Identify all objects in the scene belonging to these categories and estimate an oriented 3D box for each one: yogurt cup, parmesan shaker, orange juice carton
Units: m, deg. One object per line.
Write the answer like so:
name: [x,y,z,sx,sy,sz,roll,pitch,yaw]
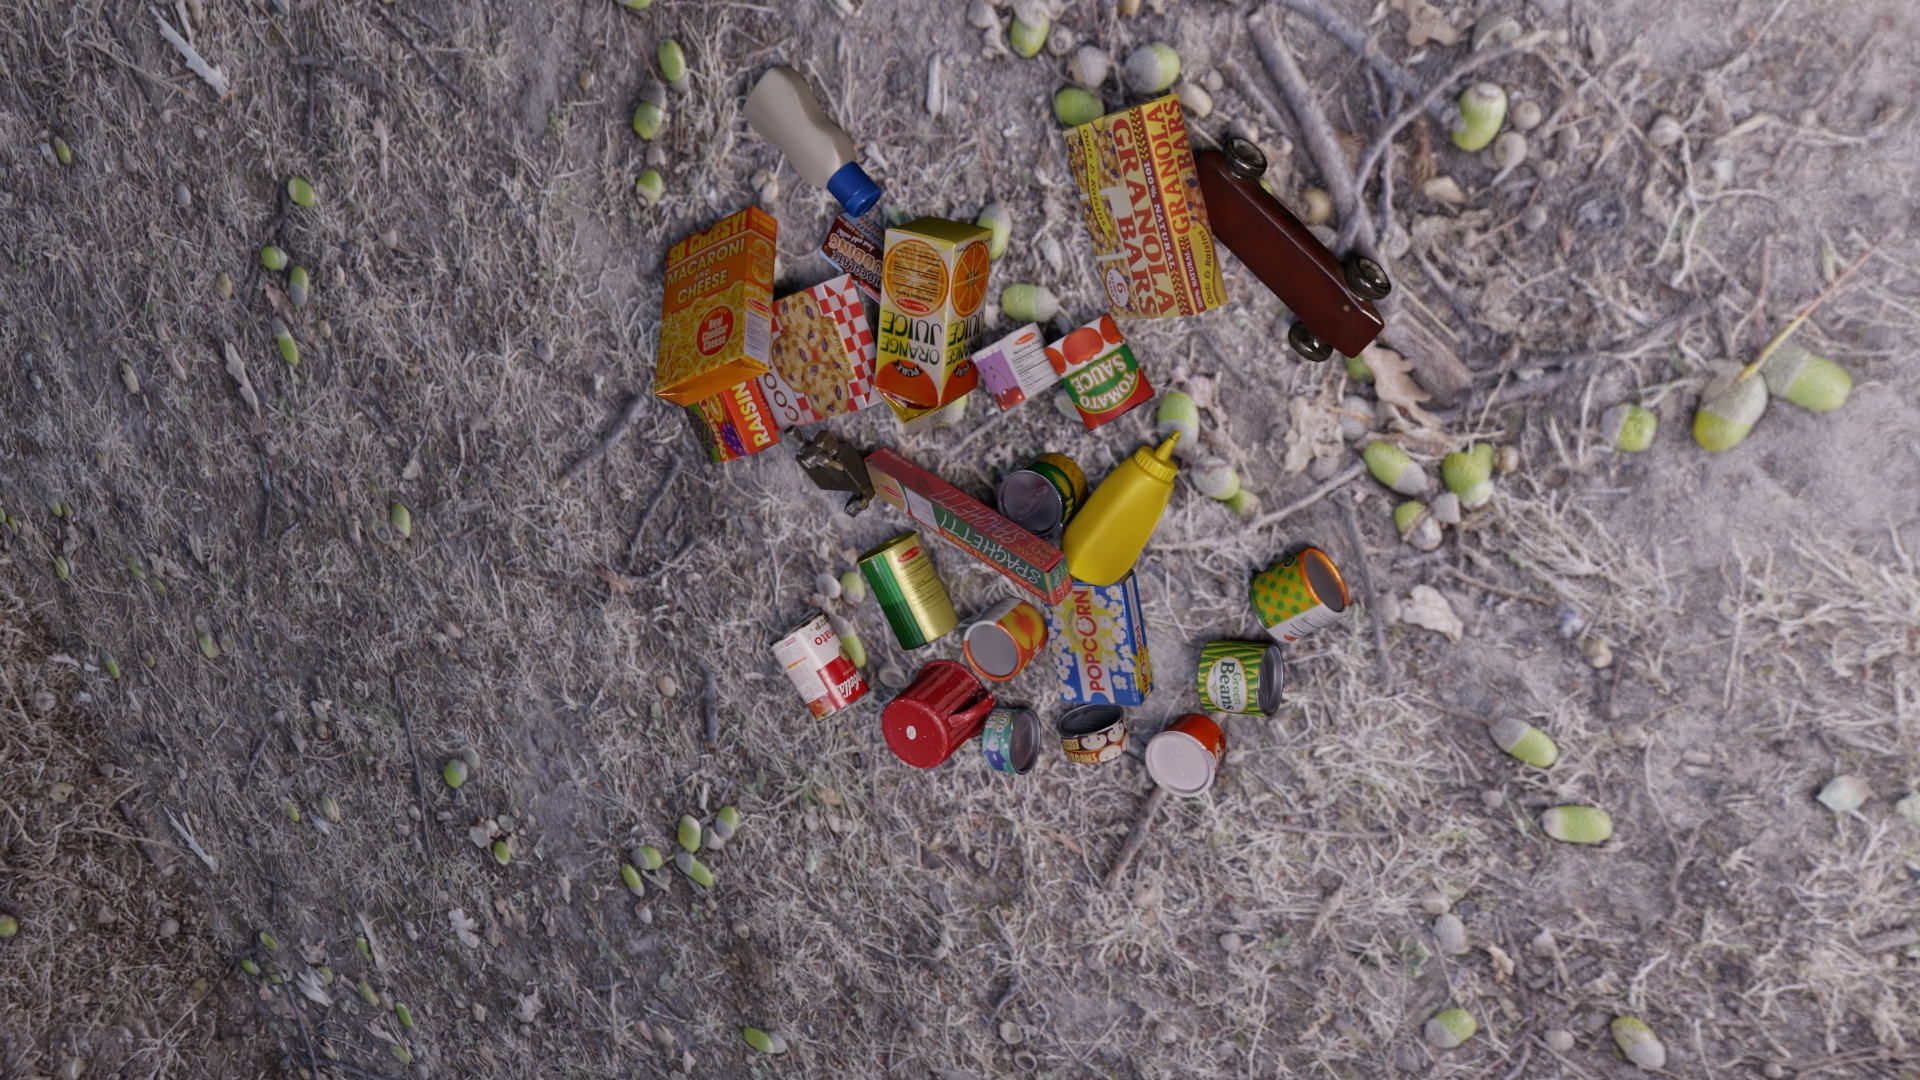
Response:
yogurt cup: [0.213,0.198,1.300,0.072,0.054,0.072,13,117,27]
parmesan shaker: [-0.054,0.052,1.389,0.071,0.071,0.103,-20,100,36]
orange juice carton: [-0.026,-0.190,1.266,0.073,0.072,0.191,18,119,24]

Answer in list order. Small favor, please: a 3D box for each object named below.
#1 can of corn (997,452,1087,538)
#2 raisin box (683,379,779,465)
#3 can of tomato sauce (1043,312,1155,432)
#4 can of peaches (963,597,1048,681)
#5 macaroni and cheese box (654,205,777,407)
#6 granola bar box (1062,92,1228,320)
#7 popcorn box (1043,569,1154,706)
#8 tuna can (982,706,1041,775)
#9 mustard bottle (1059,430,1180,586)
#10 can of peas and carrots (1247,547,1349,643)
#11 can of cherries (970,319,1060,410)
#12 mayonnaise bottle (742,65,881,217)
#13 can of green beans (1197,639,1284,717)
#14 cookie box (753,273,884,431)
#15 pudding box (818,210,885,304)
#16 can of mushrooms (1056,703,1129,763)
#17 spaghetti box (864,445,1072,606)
can of corn: [0.078,-0.040,1.276,0.071,0.058,0.071,13,117,27]
raisin box: [-0.238,-0.126,1.412,0.123,0.040,0.086,-4,110,61]
can of tomato sauce: [0.119,-0.145,1.198,0.071,0.071,0.083,-27,95,37]
can of peaches: [0.045,0.099,1.357,0.071,0.058,0.071,12,116,27]
macaroni and cheese box: [-0.236,-0.226,1.341,0.123,0.040,0.167,-16,64,35]
granola bar box: [0.146,-0.261,1.112,0.124,0.039,0.165,14,123,65]
popcorn box: [0.130,0.091,1.315,0.085,0.038,0.126,-1,110,31]
tuna can: [0.051,0.198,1.391,0.033,0.071,0.070,3,112,31]
mustard bottle: [0.151,-0.034,1.233,0.159,0.065,0.049,-57,34,21]
can of peas and carrots: [0.287,0.044,1.182,0.058,0.071,0.071,-33,92,36]
can of cherries: [0.051,-0.156,1.240,0.071,0.072,0.058,-25,98,37]
mayonnaise bottle: [-0.133,-0.363,1.277,0.148,0.041,0.064,49,127,3]
can of green beans: [0.250,0.122,1.237,0.058,0.071,0.071,2,111,31]
cookie box: [-0.152,-0.178,1.349,0.167,0.040,0.122,-8,106,46]
pudding box: [-0.086,-0.265,1.296,0.084,0.030,0.049,42,127,10]
can of mushrooms: [0.127,0.186,1.338,0.071,0.071,0.033,-3,111,32]
spaghetti box: [0.005,-0.016,1.297,0.250,0.029,0.050,32,152,36]
